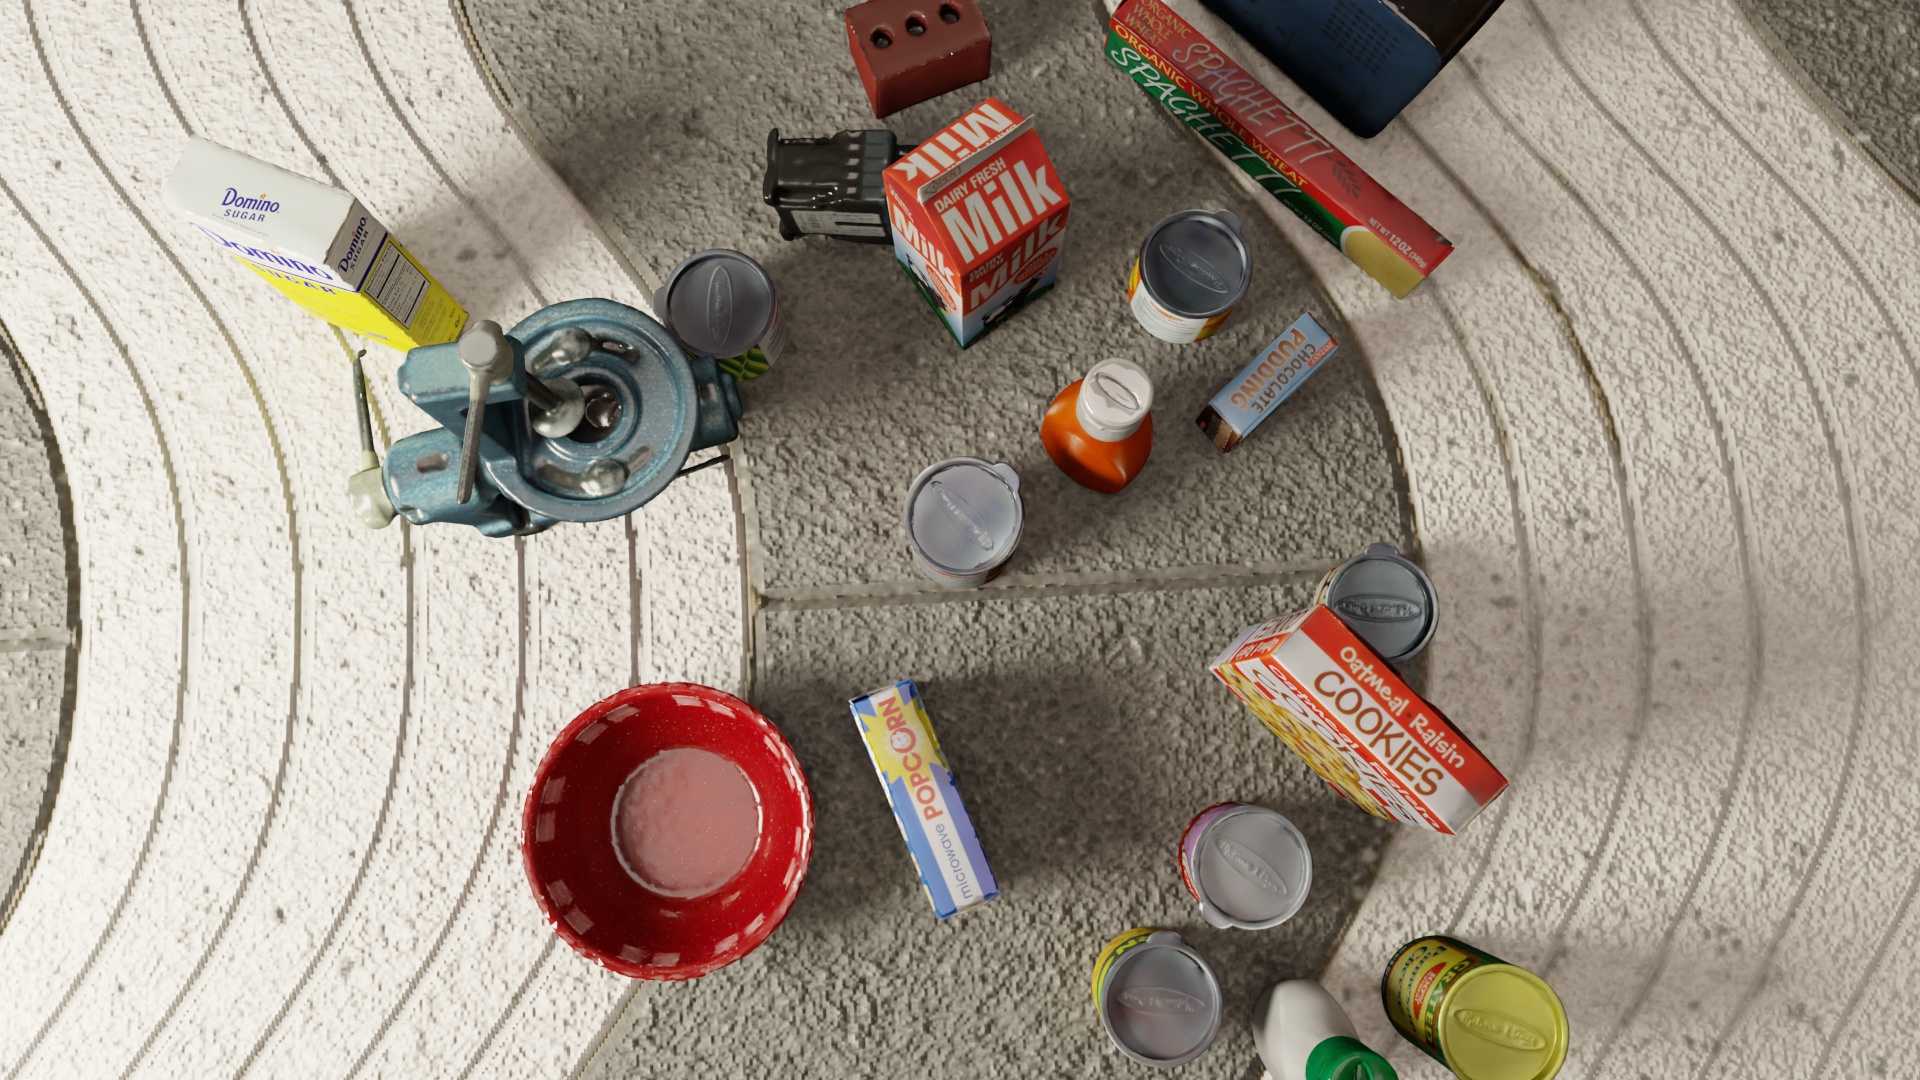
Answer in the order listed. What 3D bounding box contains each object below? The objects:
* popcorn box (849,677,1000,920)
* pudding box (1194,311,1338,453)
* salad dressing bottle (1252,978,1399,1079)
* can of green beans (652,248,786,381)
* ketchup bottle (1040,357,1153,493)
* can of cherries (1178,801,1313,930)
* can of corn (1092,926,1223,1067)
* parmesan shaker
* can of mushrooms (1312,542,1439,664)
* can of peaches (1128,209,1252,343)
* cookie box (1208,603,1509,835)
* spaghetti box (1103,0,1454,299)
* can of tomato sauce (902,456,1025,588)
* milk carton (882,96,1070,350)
[{"bbox_3d":[-0.020,0.141,0.773,0.038,0.085,0.127,-23,83,-3],"label":"popcorn box"},{"bbox_3d":[0.182,-0.093,0.826,0.084,0.049,0.030,-43,85,-6],"label":"pudding box"},{"bbox_3d":[0.189,0.269,0.725,0.044,0.147,0.064,-5,82,-1],"label":"salad dressing bottle"},{"bbox_3d":[-0.139,-0.133,0.825,0.071,0.057,0.071,0,82,0],"label":"can of green beans"},{"bbox_3d":[0.079,-0.064,0.771,0.065,0.148,0.043,39,84,5],"label":"ketchup bottle"},{"bbox_3d":[0.157,0.183,0.782,0.071,0.058,0.071,0,82,0],"label":"can of cherries"},{"bbox_3d":[0.108,0.249,0.772,0.071,0.058,0.071,0,82,0],"label":"can of corn"},{"bbox_3d":[0.273,0.256,0.749,0.071,0.103,0.071,0,82,0],"label":"parmesan shaker"},{"bbox_3d":[0.243,0.038,0.816,0.071,0.033,0.071,0,82,0],"label":"can of mushrooms"},{"bbox_3d":[0.138,-0.158,0.831,0.071,0.058,0.071,0,82,0],"label":"can of peaches"},{"bbox_3d":[0.204,0.094,0.740,0.123,0.167,0.040,44,85,5],"label":"cookie box"},{"bbox_3d":[0.189,-0.242,0.847,0.250,0.050,0.029,42,84,5],"label":"spaghetti box"},{"bbox_3d":[0.003,-0.010,0.796,0.071,0.083,0.071,0,82,0],"label":"can of tomato sauce"},{"bbox_3d":[0.008,-0.176,0.766,0.072,0.190,0.073,-35,84,-5],"label":"milk carton"}]
